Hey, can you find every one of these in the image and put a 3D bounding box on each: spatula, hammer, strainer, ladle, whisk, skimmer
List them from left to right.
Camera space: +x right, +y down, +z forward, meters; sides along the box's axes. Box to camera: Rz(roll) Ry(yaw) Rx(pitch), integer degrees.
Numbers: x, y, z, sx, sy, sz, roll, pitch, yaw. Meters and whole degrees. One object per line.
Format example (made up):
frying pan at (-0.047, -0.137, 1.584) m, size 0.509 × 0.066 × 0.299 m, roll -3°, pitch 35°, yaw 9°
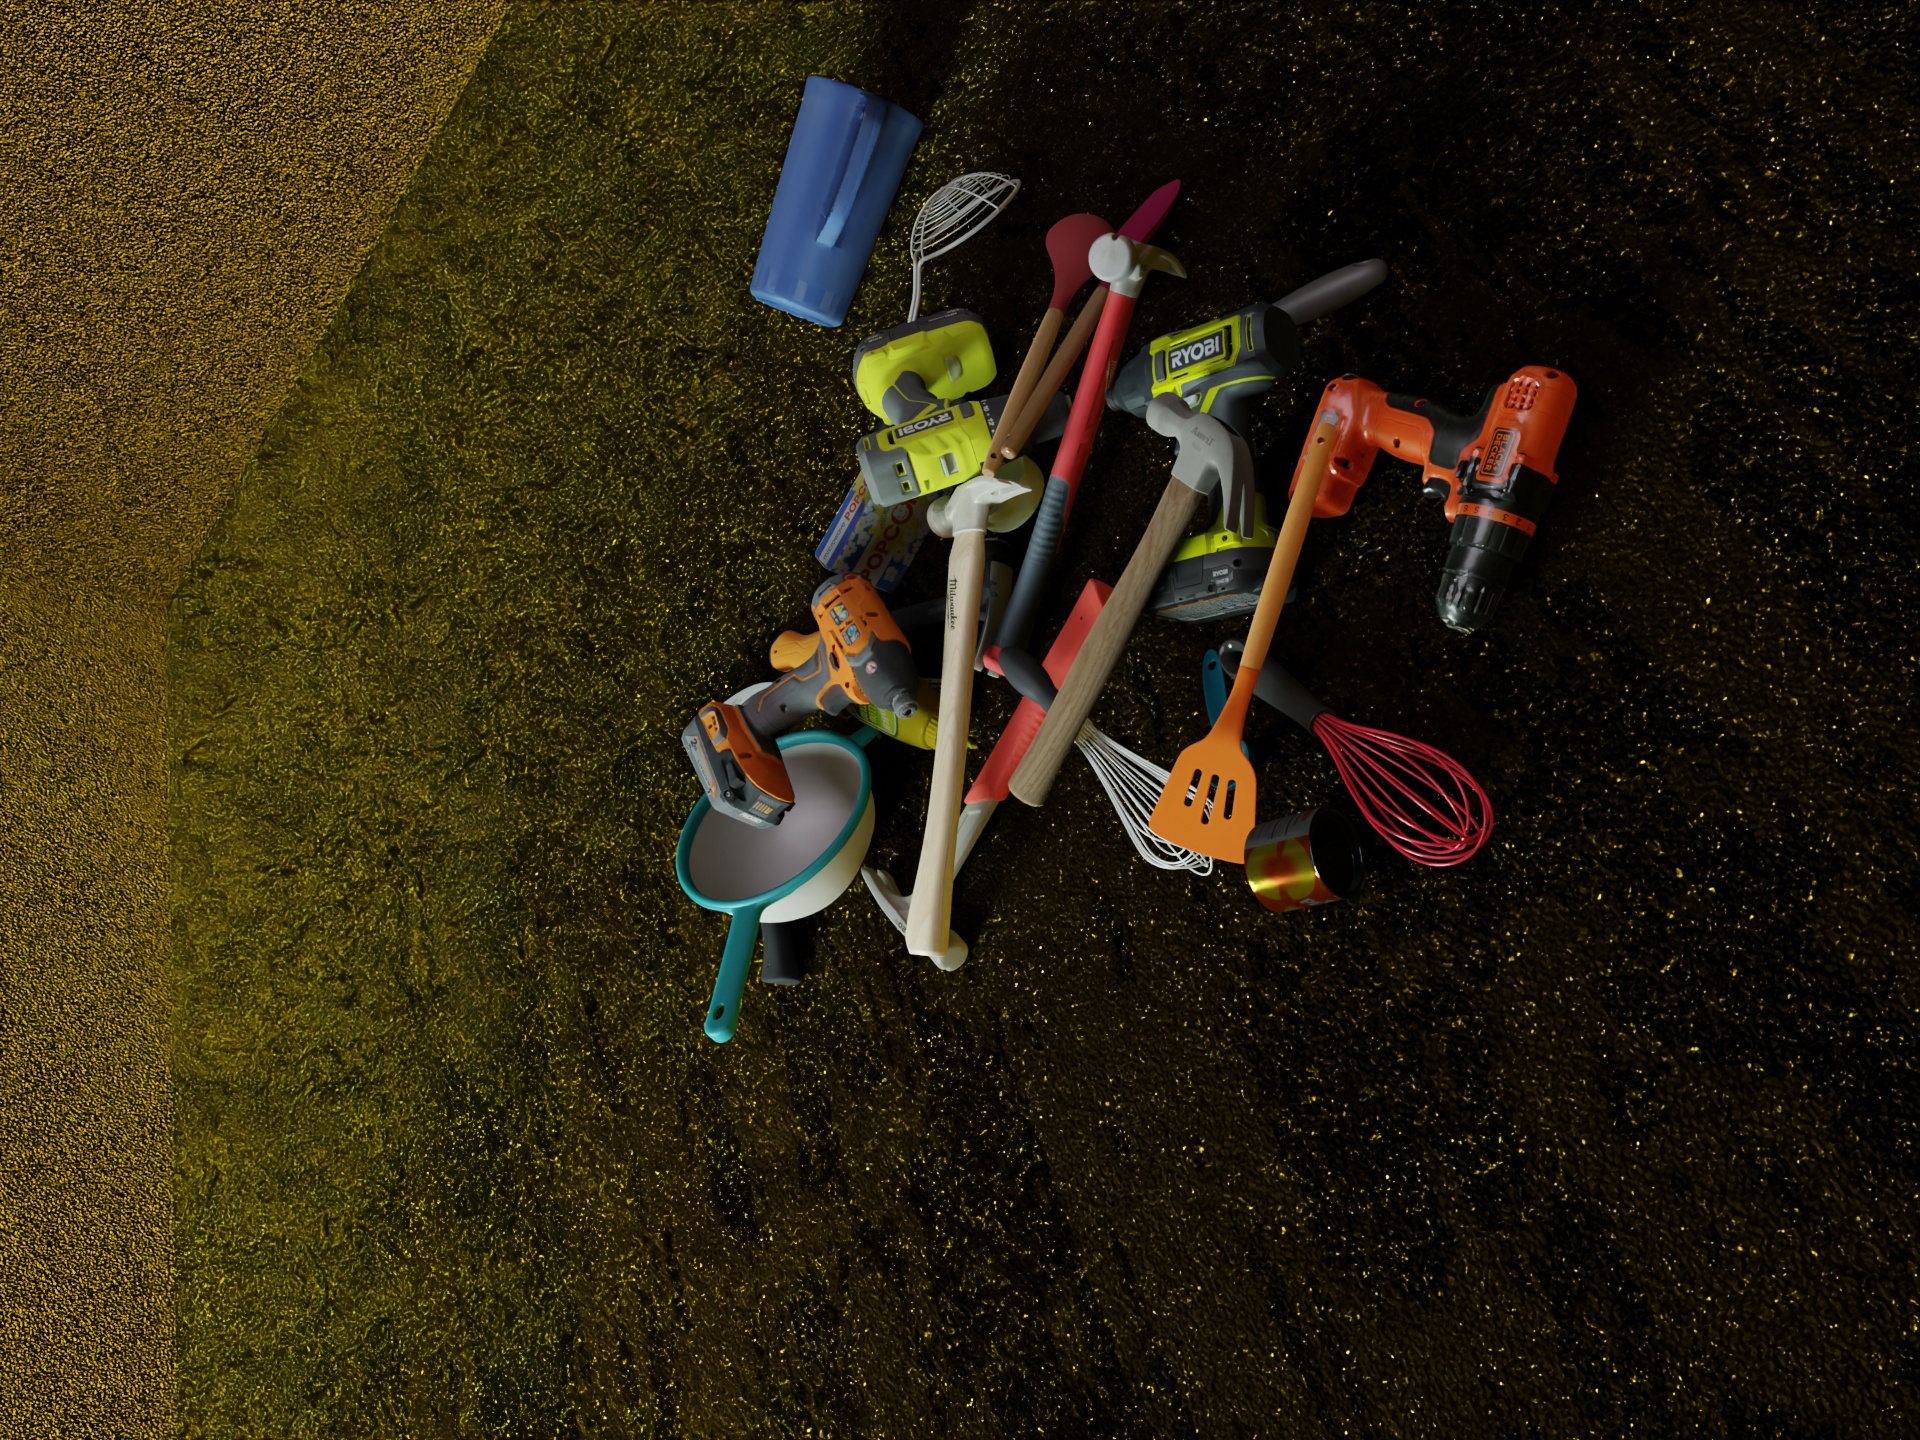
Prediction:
hammer at (-0.199, 0.114, 1.626) m, size 0.146 × 0.035 × 0.335 m, roll -37°, pitch 52°, yaw 36°
strainer at (-0.166, 0.163, 1.470) m, size 0.211 × 0.095 × 0.341 m, roll -14°, pitch 43°, yaw 25°
hammer at (-0.078, -0.082, 1.560) m, size 0.337 × 0.034 × 0.127 m, roll -11°, pitch 68°, yaw 46°
skimmer at (-0.025, -0.371, 1.600) m, size 0.127 × 0.090 × 0.363 m, roll -140°, pitch 61°, yaw -66°
hammer at (-0.002, -0.004, 1.362) m, size 0.146 × 0.038 × 0.411 m, roll 171°, pitch 106°, yaw -65°
hammer at (0.034, 0.034, 1.393) m, size 0.149 × 0.036 × 0.359 m, roll 45°, pitch 111°, yaw 46°
ladle at (0.074, -0.336, 1.389) m, size 0.031 × 0.069 × 0.316 m, roll 95°, pitch -165°, yaw -63°
hammer at (0.100, -0.219, 1.377) m, size 0.038 × 0.143 × 0.386 m, roll 25°, pitch 108°, yaw 22°
whisk at (0.112, 0.025, 1.270) m, size 0.285 × 0.070 × 0.070 m, roll 48°, pitch 113°, yaw 39°
hammer at (0.123, -0.077, 1.214) m, size 0.130 × 0.031 × 0.331 m, roll 46°, pitch 117°, yaw 44°
whisk at (0.236, -0.316, 1.284) m, size 0.239 × 0.055 × 0.055 m, roll -19°, pitch 64°, yaw 38°
spatula at (0.217, -0.059, 1.150) m, size 0.081 × 0.041 × 0.322 m, roll 18°, pitch 88°, yaw 20°
whisk at (0.268, 0.011, 1.128) m, size 0.073 × 0.073 × 0.296 m, roll -60°, pitch 36°, yaw 14°

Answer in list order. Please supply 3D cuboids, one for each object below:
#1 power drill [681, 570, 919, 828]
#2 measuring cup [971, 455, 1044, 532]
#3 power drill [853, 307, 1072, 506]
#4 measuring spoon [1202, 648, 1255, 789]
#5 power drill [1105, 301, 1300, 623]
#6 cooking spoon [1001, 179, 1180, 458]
power drill at (-0.136, -0.007, 1.436) m, size 0.226 × 0.084 × 0.164 m, roll -43°, pitch 50°, yaw 13°
measuring cup at (0.054, -0.247, 1.475) m, size 0.083 × 0.038 × 0.168 m, roll -14°, pitch 52°, yaw 46°
power drill at (-0.006, -0.291, 1.455) m, size 0.190 × 0.080 × 0.229 m, roll -18°, pitch 37°, yaw 2°
measuring spoon at (0.207, -0.001, 1.232) m, size 0.042 × 0.021 × 0.129 m, roll -34°, pitch 45°, yaw 37°
power drill at (0.186, -0.195, 1.245) m, size 0.171 × 0.080 × 0.223 m, roll -11°, pitch 77°, yaw 46°
cooking spoon at (0.112, -0.349, 1.369) m, size 0.069 × 0.017 × 0.319 m, roll -4°, pitch 51°, yaw 57°
